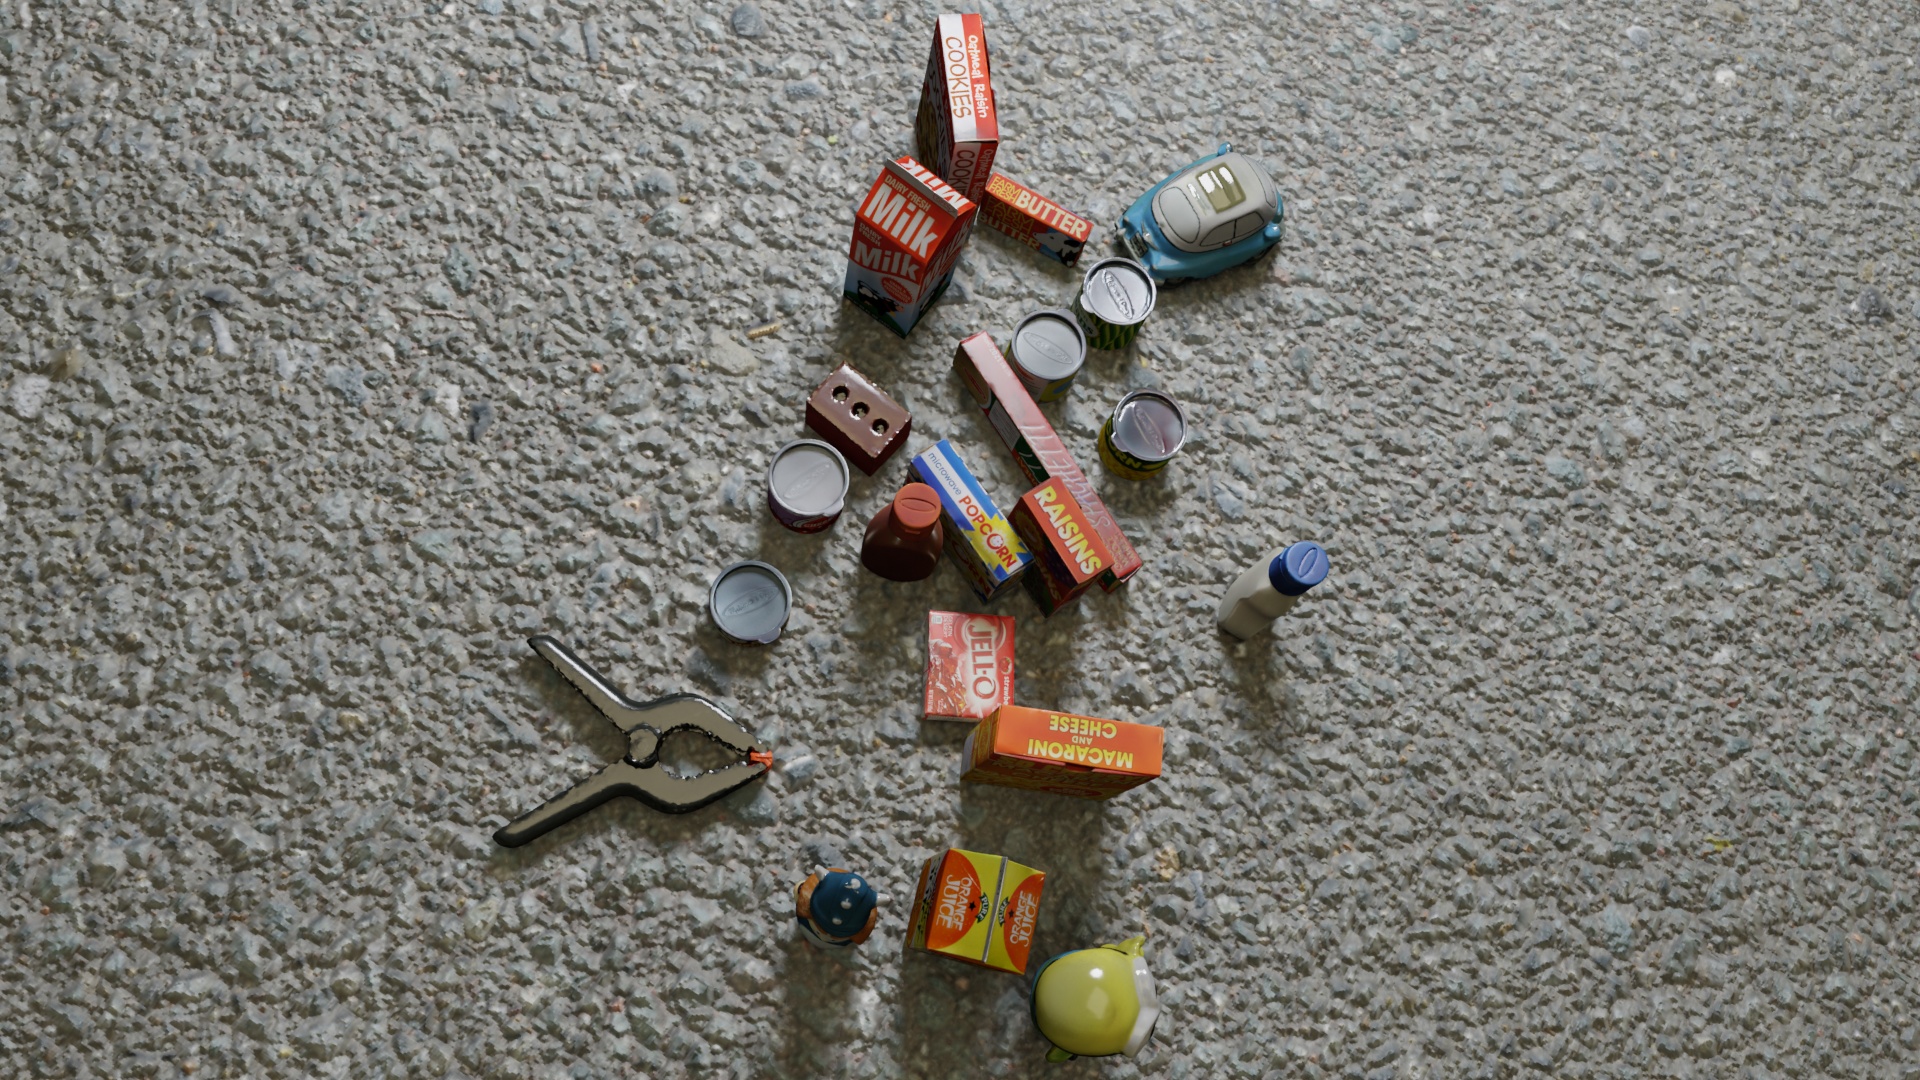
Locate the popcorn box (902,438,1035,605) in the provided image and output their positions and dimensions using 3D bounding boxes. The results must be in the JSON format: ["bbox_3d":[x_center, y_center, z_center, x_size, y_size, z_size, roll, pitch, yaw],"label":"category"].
[{"bbox_3d":[0.004,-0.014,1.150,0.038,0.085,0.127,-34,81,-16],"label":"popcorn box"}]

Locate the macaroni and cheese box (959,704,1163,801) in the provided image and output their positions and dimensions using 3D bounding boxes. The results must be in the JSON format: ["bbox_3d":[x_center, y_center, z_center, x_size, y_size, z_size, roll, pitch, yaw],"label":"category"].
[{"bbox_3d":[0.074,0.166,1.064,0.124,0.166,0.040,9,73,-6],"label":"macaroni and cheese box"}]

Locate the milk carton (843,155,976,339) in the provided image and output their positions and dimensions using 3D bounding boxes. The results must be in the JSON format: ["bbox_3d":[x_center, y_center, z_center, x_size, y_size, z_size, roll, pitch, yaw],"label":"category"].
[{"bbox_3d":[-0.043,-0.250,1.158,0.072,0.190,0.074,36,72,3],"label":"milk carton"}]

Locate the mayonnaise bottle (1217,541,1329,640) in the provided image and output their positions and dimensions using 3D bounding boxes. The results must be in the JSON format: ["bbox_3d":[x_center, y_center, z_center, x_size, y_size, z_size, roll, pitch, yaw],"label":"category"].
[{"bbox_3d":[0.257,0.038,1.141,0.041,0.147,0.065,32,72,1],"label":"mayonnaise bottle"}]

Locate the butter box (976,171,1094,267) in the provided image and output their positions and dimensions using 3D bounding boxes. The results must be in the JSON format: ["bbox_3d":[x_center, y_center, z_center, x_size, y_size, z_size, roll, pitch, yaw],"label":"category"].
[{"bbox_3d":[0.066,-0.290,1.259,0.103,0.053,0.024,28,72,0],"label":"butter box"}]

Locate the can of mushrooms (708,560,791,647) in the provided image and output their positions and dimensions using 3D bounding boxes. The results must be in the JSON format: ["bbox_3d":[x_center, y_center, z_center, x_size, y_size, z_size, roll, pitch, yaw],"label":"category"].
[{"bbox_3d":[-0.170,0.054,1.130,0.071,0.033,0.071,2,73,-8],"label":"can of mushrooms"}]

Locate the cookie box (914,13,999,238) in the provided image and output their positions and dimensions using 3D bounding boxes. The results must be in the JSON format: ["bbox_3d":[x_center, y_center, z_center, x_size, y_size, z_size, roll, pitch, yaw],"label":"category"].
[{"bbox_3d":[-0.004,-0.355,1.208,0.040,0.167,0.123,-5,75,-10],"label":"cookie box"}]

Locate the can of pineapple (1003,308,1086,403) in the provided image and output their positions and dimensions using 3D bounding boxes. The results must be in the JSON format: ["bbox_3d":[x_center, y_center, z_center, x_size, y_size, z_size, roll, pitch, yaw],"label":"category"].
[{"bbox_3d":[0.074,-0.162,1.219,0.071,0.057,0.071,2,73,-8],"label":"can of pineapple"}]

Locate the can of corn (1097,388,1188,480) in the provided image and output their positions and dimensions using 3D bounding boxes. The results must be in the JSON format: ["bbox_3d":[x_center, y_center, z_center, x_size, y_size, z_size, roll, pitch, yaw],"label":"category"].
[{"bbox_3d":[0.156,-0.090,1.211,0.071,0.058,0.071,2,73,-8],"label":"can of corn"}]

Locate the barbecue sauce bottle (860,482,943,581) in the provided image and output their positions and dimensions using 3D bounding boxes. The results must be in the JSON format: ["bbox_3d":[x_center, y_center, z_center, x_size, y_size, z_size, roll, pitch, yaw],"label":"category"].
[{"bbox_3d":[-0.043,-0.006,1.107,0.065,0.148,0.044,12,73,-5],"label":"barbecue sauce bottle"}]

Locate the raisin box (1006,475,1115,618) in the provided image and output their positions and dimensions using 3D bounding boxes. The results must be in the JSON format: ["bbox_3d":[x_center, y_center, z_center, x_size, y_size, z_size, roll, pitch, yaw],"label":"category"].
[{"bbox_3d":[0.075,0.007,1.135,0.040,0.123,0.086,-29,80,-15],"label":"raisin box"}]

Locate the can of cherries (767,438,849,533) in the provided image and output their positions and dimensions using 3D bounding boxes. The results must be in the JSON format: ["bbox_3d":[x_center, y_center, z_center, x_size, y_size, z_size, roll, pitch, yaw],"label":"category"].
[{"bbox_3d":[-0.126,-0.042,1.152,0.071,0.058,0.071,2,73,-8],"label":"can of cherries"}]

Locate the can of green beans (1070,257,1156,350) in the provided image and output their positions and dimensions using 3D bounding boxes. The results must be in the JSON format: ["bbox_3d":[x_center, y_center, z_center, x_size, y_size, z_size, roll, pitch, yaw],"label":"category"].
[{"bbox_3d":[0.136,-0.211,1.244,0.071,0.057,0.071,2,73,-8],"label":"can of green beans"}]

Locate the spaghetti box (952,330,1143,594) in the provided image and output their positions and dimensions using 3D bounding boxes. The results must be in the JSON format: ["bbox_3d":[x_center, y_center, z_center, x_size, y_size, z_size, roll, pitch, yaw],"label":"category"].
[{"bbox_3d":[0.073,-0.067,1.195,0.029,0.050,0.250,-31,80,-16],"label":"spaghetti box"}]

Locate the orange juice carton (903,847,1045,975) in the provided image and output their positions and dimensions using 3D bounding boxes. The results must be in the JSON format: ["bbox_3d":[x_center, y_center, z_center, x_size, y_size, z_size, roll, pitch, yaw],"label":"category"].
[{"bbox_3d":[0.010,0.270,1.010,0.073,0.192,0.072,16,72,-4],"label":"orange juice carton"}]
